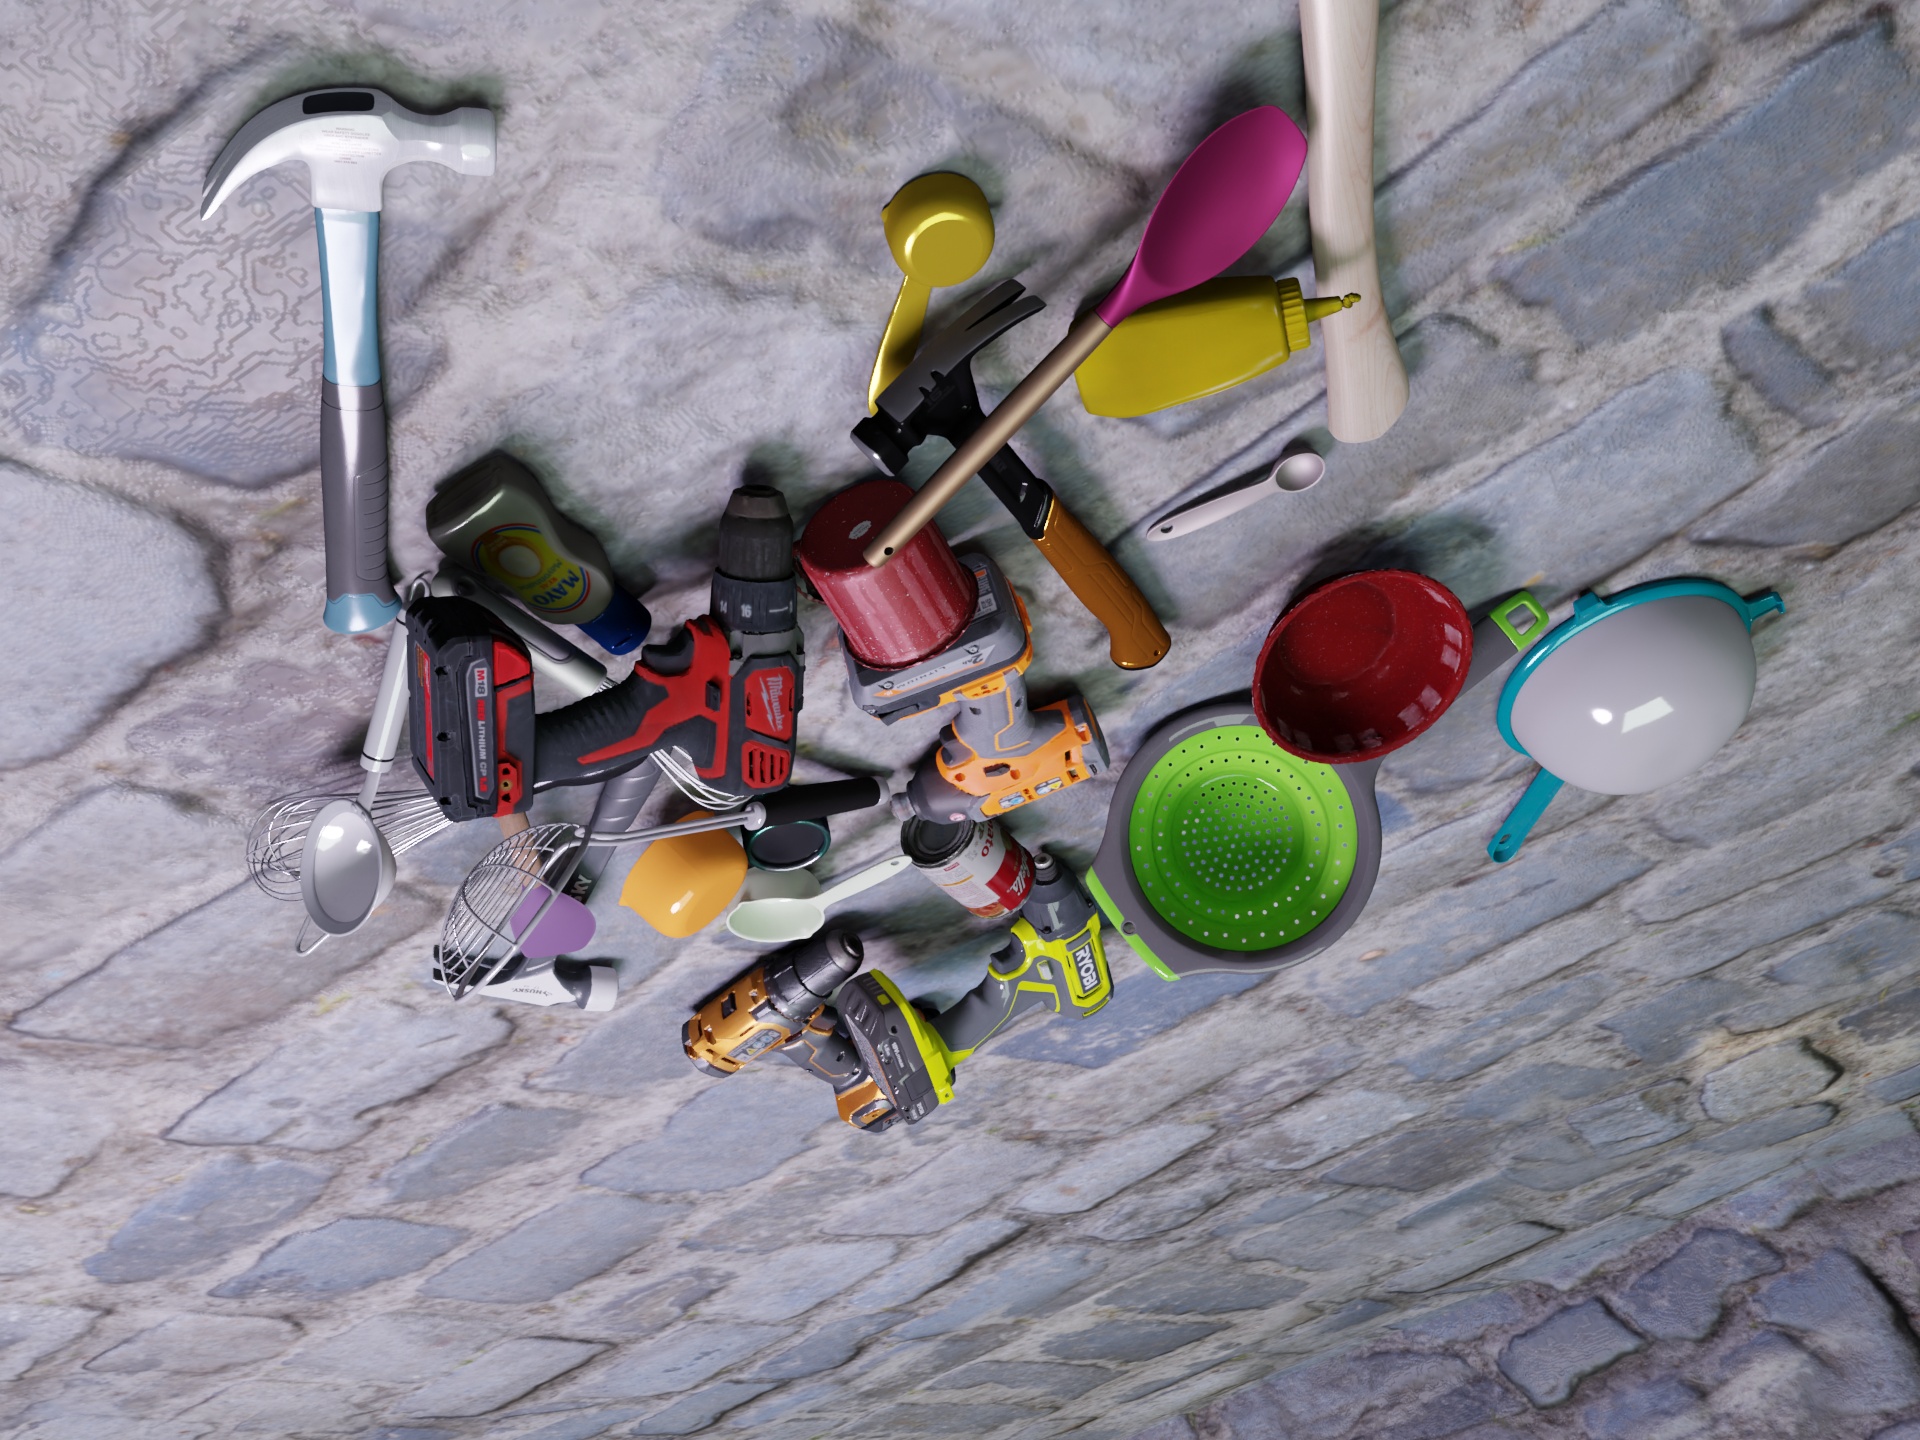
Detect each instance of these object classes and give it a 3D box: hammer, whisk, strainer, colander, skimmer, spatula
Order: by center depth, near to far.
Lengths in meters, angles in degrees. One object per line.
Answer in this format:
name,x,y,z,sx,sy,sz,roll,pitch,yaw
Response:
hammer,-0.313,-0.168,0.823,0.128,0.033,0.330,-1,139,-20
hammer,0.192,-0.299,0.839,0.146,0.038,0.410,-17,142,4
strainer,-0.359,0.032,0.981,0.050,0.087,0.258,-3,119,-52
hammer,0.063,-0.125,0.988,0.127,0.034,0.336,-45,142,2
whisk,-0.221,-0.019,0.990,0.246,0.058,0.059,37,139,-27
whisk,-0.339,0.054,1.048,0.284,0.070,0.070,-17,141,4
skimmer,-0.174,0.099,1.049,0.363,0.090,0.127,-9,158,-45
spatula,-0.290,0.096,1.074,0.059,0.018,0.315,-8,150,-10
hammer,-0.264,0.086,1.146,0.149,0.036,0.408,10,134,-27
colander,0.280,0.039,1.228,0.397,0.204,0.094,-39,173,3
strainer,0.533,0.036,1.311,0.211,0.095,0.340,-2,138,-18

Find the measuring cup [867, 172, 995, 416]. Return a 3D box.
measuring cup,-0.023,-0.220,0.863,0.062,0.029,0.156,2,137,-21

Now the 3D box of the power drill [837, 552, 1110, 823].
power drill,-0.002,-0.003,1.093,0.164,0.084,0.226,-23,145,9

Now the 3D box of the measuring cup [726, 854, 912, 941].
measuring cup,-0.108,0.123,1.224,0.167,0.038,0.083,-26,142,24

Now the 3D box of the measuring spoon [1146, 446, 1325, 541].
measuring spoon,0.177,-0.148,1.036,0.124,0.018,0.034,-22,142,19

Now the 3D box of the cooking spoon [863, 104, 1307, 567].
cooking spoon,0.058,-0.195,0.846,0.319,0.017,0.068,-44,134,18

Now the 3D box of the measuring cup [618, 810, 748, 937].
measuring cup,-0.196,0.133,1.186,0.095,0.052,0.173,-45,162,-20

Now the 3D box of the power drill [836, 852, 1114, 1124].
power drill,0.018,0.218,1.320,0.223,0.080,0.171,-30,129,-17

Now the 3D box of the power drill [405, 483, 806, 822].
power drill,-0.193,-0.038,0.912,0.226,0.080,0.187,-7,114,-30

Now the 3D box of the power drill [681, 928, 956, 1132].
power drill,-0.102,0.267,1.387,0.185,0.084,0.226,-38,132,23
